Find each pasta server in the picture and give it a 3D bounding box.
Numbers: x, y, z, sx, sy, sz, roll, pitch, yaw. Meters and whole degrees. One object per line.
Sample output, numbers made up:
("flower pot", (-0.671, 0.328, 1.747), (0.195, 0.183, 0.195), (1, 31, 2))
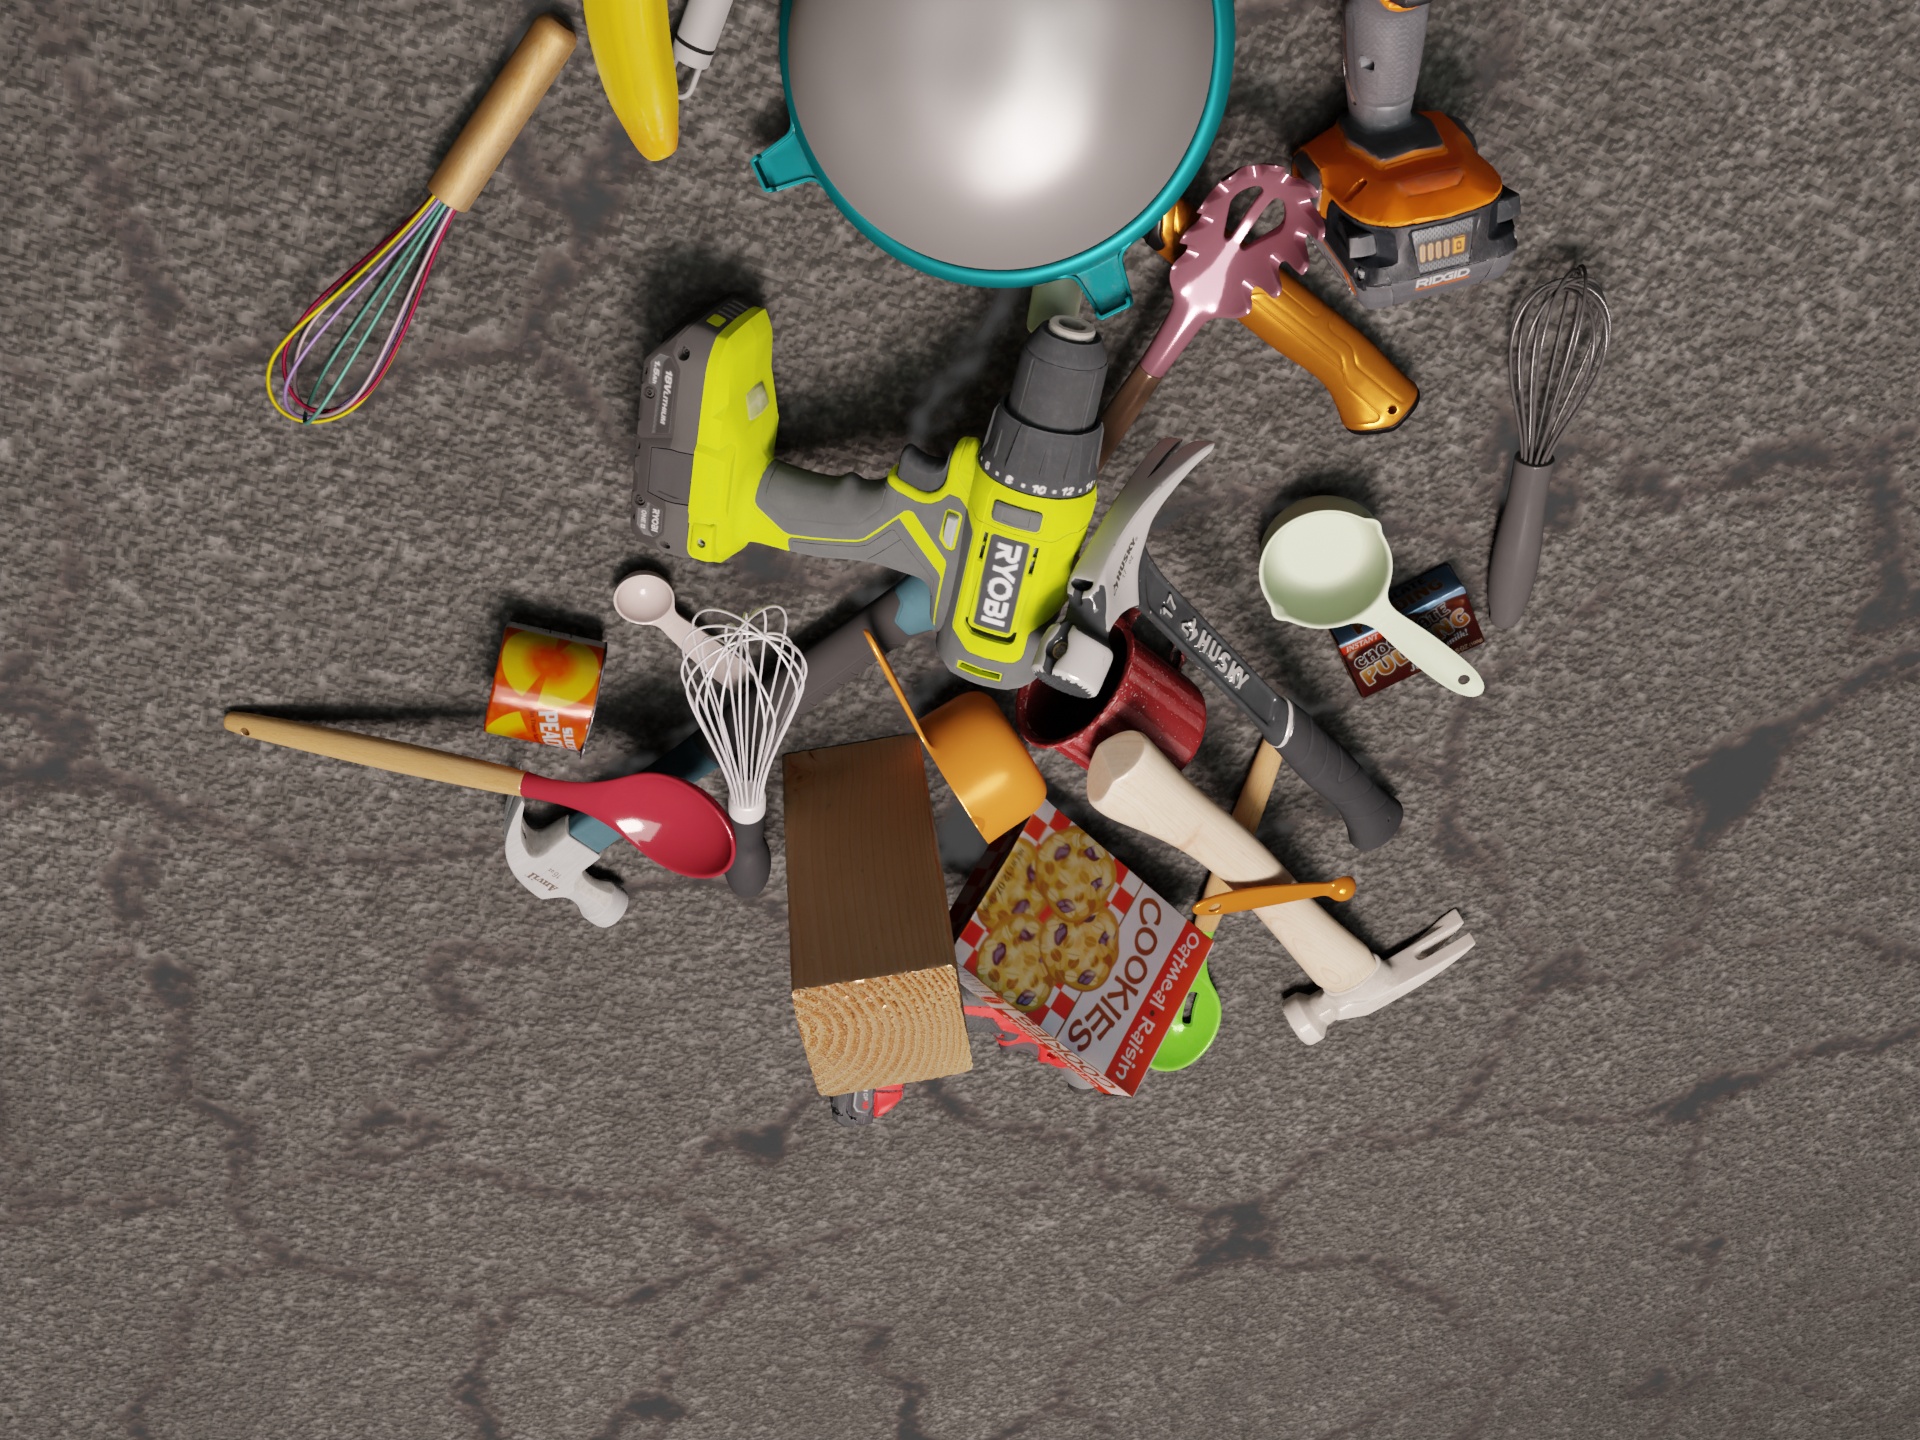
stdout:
("pasta server", (0.086, -0.163, 0.847), (0.060, 0.040, 0.316), (27, 129, -11))

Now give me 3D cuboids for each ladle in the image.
("ladle", (-0.278, 0.033, 0.922), (0.315, 0.031, 0.069), (12, 125, 5))

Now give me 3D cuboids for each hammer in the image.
("hammer", (0.207, 0.104, 1.033), (0.146, 0.038, 0.410), (-34, 138, 15))
("hammer", (0.179, -0.012, 0.928), (0.408, 0.036, 0.149), (35, 75, -49))
("hammer", (-0.142, 0.010, 0.965), (0.331, 0.033, 0.128), (-34, 134, 15))
("hammer", (0.123, -0.254, 0.816), (0.336, 0.034, 0.127), (30, 118, -27))

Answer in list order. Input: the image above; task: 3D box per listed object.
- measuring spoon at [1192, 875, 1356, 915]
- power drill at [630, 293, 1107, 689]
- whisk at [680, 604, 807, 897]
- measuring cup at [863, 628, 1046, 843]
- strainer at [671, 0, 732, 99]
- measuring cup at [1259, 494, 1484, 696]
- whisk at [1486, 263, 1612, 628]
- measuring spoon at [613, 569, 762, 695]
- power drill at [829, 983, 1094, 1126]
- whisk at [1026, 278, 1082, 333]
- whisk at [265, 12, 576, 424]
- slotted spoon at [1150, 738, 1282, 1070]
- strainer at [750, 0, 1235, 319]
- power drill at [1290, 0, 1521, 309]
("measuring spoon", (0.200, 0.114, 1.003), (0.117, 0.011, 0.021), (-5, 136, -19))
("power drill", (-0.042, -0.132, 0.802), (0.228, 0.080, 0.190), (18, 124, 7))
("whisk", (-0.123, 0.031, 0.918), (0.070, 0.070, 0.284), (-1, 145, -8))
("measuring cup", (-0.002, -0.003, 0.945), (0.052, 0.095, 0.173), (-31, 129, -2))
("strainer", (-0.079, -0.388, 0.686), (0.087, 0.050, 0.258), (26, 123, -7))
("measuring cup", (0.249, -0.071, 0.949), (0.167, 0.038, 0.083), (35, 119, -15))
("whisk", (0.333, -0.149, 0.919), (0.055, 0.055, 0.238), (-7, 130, -3))
("measuring spoon", (-0.156, -0.050, 0.941), (0.034, 0.018, 0.124), (-34, 130, 15))
("power drill", (0.015, 0.218, 1.125), (0.219, 0.079, 0.143), (-4, 126, -10))
("whisk", (0.043, -0.191, 0.807), (0.059, 0.058, 0.246), (-2, 126, -18))
("whisk", (-0.263, -0.236, 0.768), (0.047, 0.051, 0.245), (34, 112, -22))
("slotted spoon", (0.180, 0.123, 1.108), (0.070, 0.031, 0.313), (5, 123, -12))
("strainer", (0.030, -0.345, 0.660), (0.211, 0.095, 0.340), (22, 116, 4))
("power drill", (0.198, -0.307, 0.709), (0.084, 0.164, 0.226), (-14, 129, 1))
